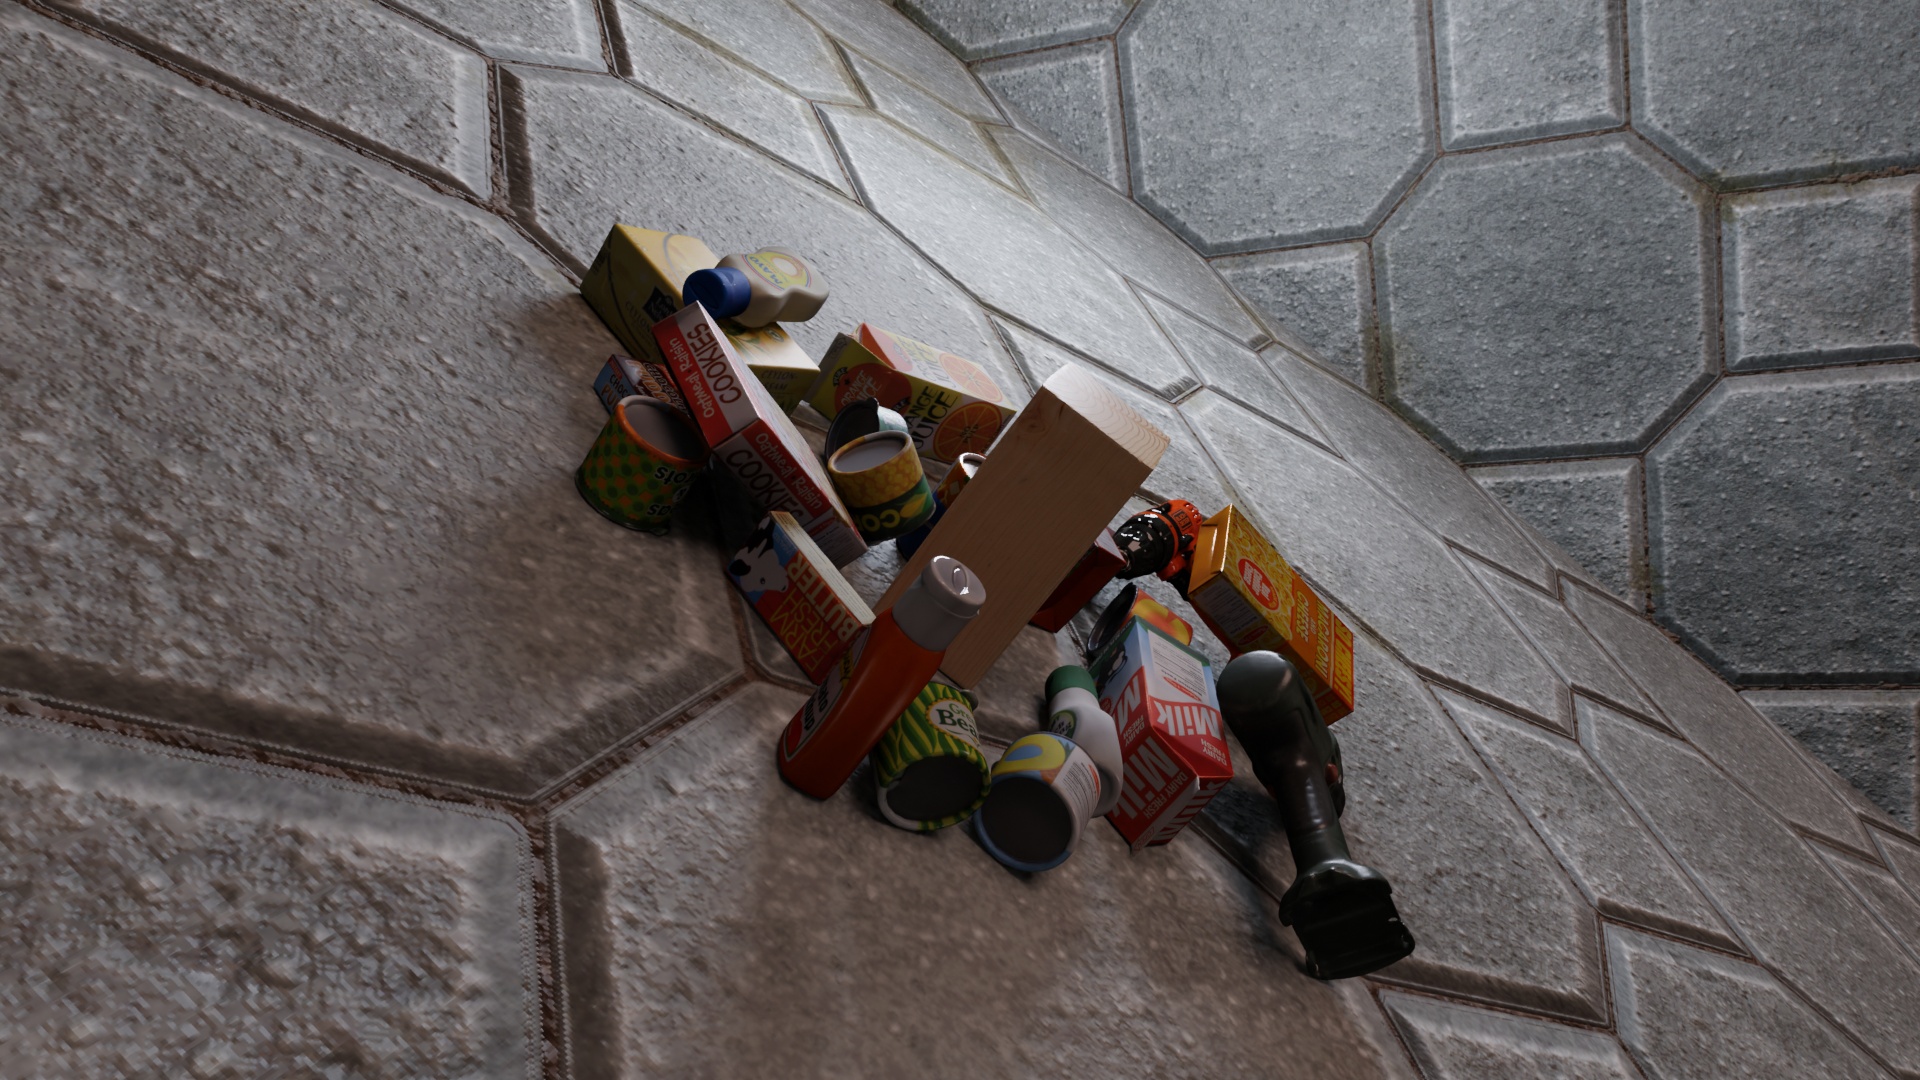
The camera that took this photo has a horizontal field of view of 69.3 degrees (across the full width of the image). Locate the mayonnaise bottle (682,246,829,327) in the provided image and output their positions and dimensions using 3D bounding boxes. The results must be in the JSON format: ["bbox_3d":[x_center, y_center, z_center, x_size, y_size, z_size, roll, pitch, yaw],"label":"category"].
[{"bbox_3d":[-0.154,-0.188,1.035,0.065,0.041,0.148,43,23,5],"label":"mayonnaise bottle"}]

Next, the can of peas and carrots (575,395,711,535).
[{"bbox_3d":[-0.197,-0.047,0.871,0.071,0.058,0.071,30,25,-16],"label":"can of peas and carrots"}]

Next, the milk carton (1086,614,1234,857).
[{"bbox_3d":[0.137,0.140,0.982,0.073,0.072,0.191,32,23,-13],"label":"milk carton"}]

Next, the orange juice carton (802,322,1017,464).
[{"bbox_3d":[-0.050,-0.127,1.203,0.193,0.071,0.073,13,33,-44],"label":"orange juice carton"}]

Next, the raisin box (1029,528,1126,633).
[{"bbox_3d":[0.073,0.001,1.123,0.040,0.086,0.124,28,25,-36],"label":"raisin box"}]

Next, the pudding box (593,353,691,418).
[{"bbox_3d":[-0.212,-0.089,0.960,0.050,0.030,0.084,8,37,-50],"label":"pudding box"}]

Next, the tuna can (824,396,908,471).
[{"bbox_3d":[-0.072,-0.076,1.081,0.033,0.071,0.071,17,31,-42],"label":"tuna can"}]

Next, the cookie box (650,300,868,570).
[{"bbox_3d":[-0.133,-0.064,0.926,0.123,0.040,0.167,57,1,36],"label":"cookie box"}]

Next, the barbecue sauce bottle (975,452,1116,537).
[{"bbox_3d":[0.068,-0.024,1.215,0.148,0.043,0.065,33,26,-10],"label":"barbecue sauce bottle"}]

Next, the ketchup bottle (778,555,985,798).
[{"bbox_3d":[-0.043,0.073,0.759,0.043,0.148,0.065,33,24,-14],"label":"ketchup bottle"}]

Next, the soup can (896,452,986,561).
[{"bbox_3d":[0.004,-0.013,1.057,0.071,0.083,0.072,31,25,-16],"label":"soup can"}]

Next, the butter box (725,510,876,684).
[{"bbox_3d":[-0.099,0.035,0.867,0.104,0.053,0.024,48,23,21],"label":"butter box"}]

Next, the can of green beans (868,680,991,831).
[{"bbox_3d":[-0.020,0.124,0.800,0.071,0.071,0.058,24,27,-28],"label":"can of green beans"}]

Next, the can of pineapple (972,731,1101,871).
[{"bbox_3d":[0.045,0.157,0.835,0.071,0.070,0.058,40,24,5],"label":"can of pineapple"}]

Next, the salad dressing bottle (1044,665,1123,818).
[{"bbox_3d":[0.079,0.131,0.938,0.044,0.064,0.148,17,18,-6],"label":"salad dressing bottle"}]

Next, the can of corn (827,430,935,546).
[{"bbox_3d":[-0.059,-0.039,1.014,0.071,0.071,0.058,-90,163,-61],"label":"can of corn"}]

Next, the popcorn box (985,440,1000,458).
[{"bbox_3d":[0.047,-0.035,1.104,0.038,0.126,0.085,24,27,-39],"label":"popcorn box"}]

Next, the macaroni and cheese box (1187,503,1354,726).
[{"bbox_3d":[0.265,0.063,1.175,0.166,0.040,0.124,46,30,-11],"label":"macaroni and cheese box"}]

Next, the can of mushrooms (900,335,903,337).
[{"bbox_3d":[-0.058,-0.163,1.302,0.071,0.033,0.071,30,25,-16],"label":"can of mushrooms"}]

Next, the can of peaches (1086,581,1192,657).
[{"bbox_3d":[0.144,0.076,1.110,0.058,0.071,0.071,35,24,-7],"label":"can of peaches"}]
